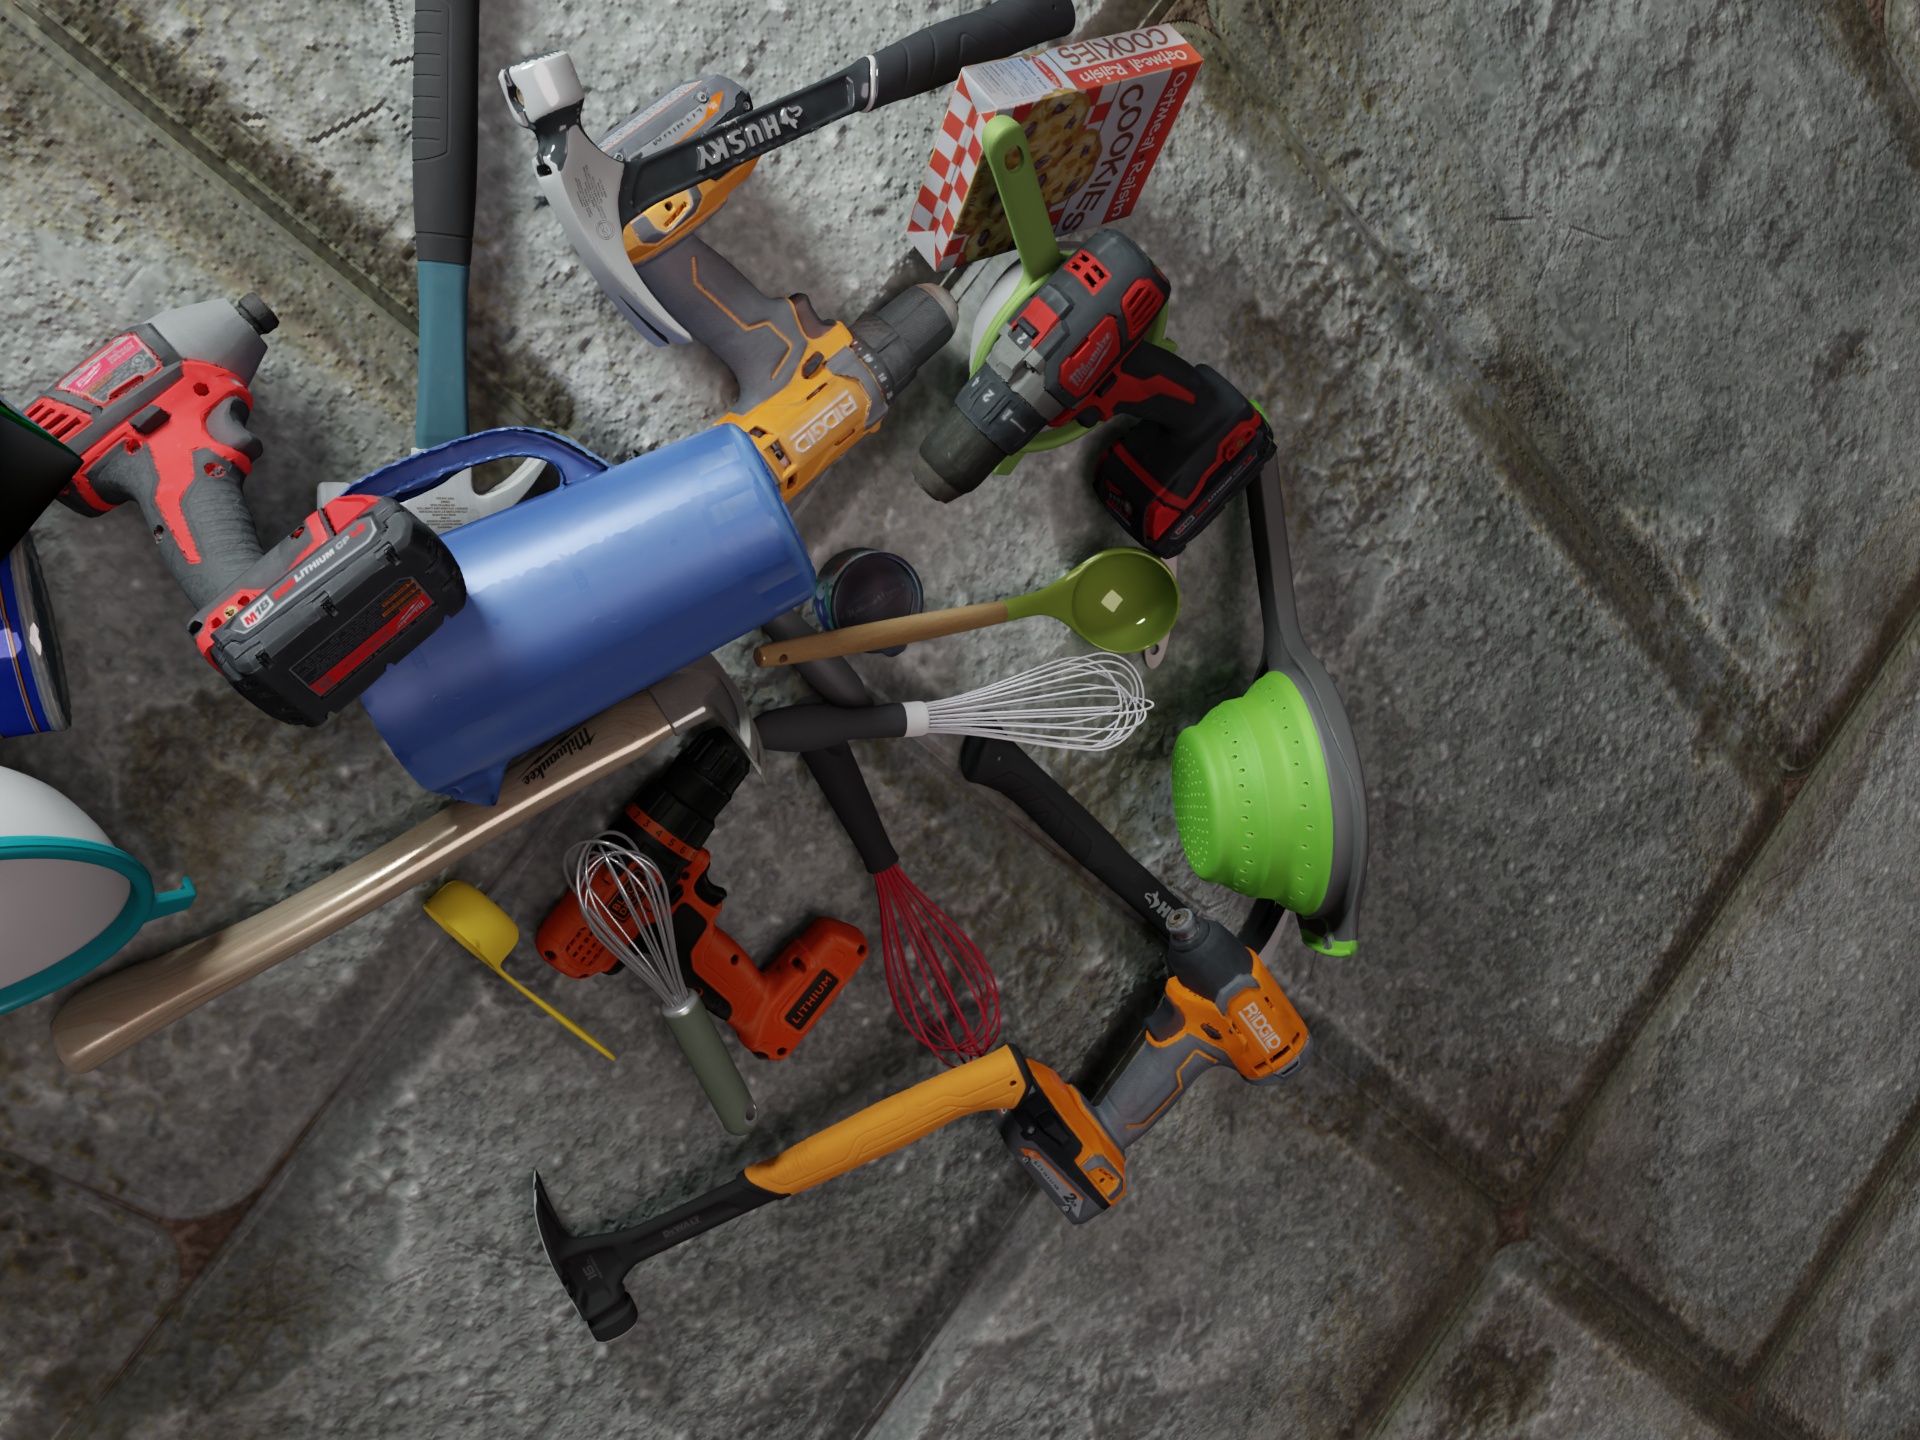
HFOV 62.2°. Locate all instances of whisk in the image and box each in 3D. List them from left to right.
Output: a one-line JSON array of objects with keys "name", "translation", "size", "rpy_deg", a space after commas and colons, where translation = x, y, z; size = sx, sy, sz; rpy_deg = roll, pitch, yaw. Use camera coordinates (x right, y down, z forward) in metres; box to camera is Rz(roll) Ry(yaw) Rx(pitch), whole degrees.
[{"name": "whisk", "translation": [-0.175, 0.166, 0.969], "size": [0.058, 0.059, 0.246], "rpy_deg": [-66, 143, -50]}, {"name": "whisk", "translation": [-0.128, -0.078, 0.992], "size": [0.055, 0.055, 0.238], "rpy_deg": [-48, 122, -9]}, {"name": "whisk", "translation": [-0.045, 0.114, 1.076], "size": [0.073, 0.073, 0.295], "rpy_deg": [-31, 109, -18]}, {"name": "whisk", "translation": [-0.002, -0.004, 1.045], "size": [0.284, 0.070, 0.070], "rpy_deg": [-5, 105, -22]}]

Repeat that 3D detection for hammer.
[{"name": "hammer", "translation": [-0.306, 0.082, 0.897], "size": [0.410, 0.146, 0.038], "rpy_deg": [-31, 135, -12]}, {"name": "hammer", "translation": [-0.284, -0.264, 0.870], "size": [0.128, 0.033, 0.331], "rpy_deg": [-1, 103, -26]}, {"name": "hammer", "translation": [-0.111, 0.292, 1.059], "size": [0.337, 0.034, 0.127], "rpy_deg": [-23, 113, -7]}, {"name": "hammer", "translation": [-0.063, -0.345, 0.889], "size": [0.409, 0.036, 0.149], "rpy_deg": [-39, 122, -36]}, {"name": "hammer", "translation": [0.119, 0.105, 1.173], "size": [0.334, 0.035, 0.146], "rpy_deg": [43, 82, -29]}]

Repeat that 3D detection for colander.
[{"name": "colander", "translation": [0.196, -0.027, 1.127], "size": [0.094, 0.204, 0.397], "rpy_deg": [-7, 88, -7]}]

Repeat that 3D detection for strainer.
[{"name": "strainer", "translation": [-0.521, 0.057, 0.710], "size": [0.211, 0.340, 0.095], "rpy_deg": [-27, 71, -4]}, {"name": "strainer", "translation": [0.041, -0.276, 0.976], "size": [0.151, 0.069, 0.256], "rpy_deg": [-36, 147, -4]}]

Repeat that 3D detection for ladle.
[{"name": "ladle", "translation": [0.013, -0.062, 1.033], "size": [0.320, 0.062, 0.078], "rpy_deg": [-13, 123, -35]}]

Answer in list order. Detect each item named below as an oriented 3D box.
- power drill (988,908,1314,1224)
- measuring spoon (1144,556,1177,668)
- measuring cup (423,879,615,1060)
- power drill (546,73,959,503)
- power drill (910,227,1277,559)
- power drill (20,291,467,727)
[{"name": "power drill", "translation": [0.131, 0.245, 1.164], "size": [0.226, 0.084, 0.164], "rpy_deg": [-36, 116, -1]}, {"name": "measuring spoon", "translation": [0.143, -0.098, 1.149], "size": [0.034, 0.018, 0.124], "rpy_deg": [-5, 111, -27]}, {"name": "measuring cup", "translation": [-0.260, 0.153, 0.969], "size": [0.156, 0.062, 0.029], "rpy_deg": [47, 68, -25]}, {"name": "power drill", "translation": [-0.111, -0.261, 0.937], "size": [0.185, 0.084, 0.226], "rpy_deg": [-42, 122, -15]}, {"name": "power drill", "translation": [0.085, -0.183, 1.004], "size": [0.188, 0.080, 0.226], "rpy_deg": [-46, 145, 12]}, {"name": "power drill", "translation": [-0.354, -0.115, 0.787], "size": [0.143, 0.078, 0.220], "rpy_deg": [-43, 73, -12]}]
